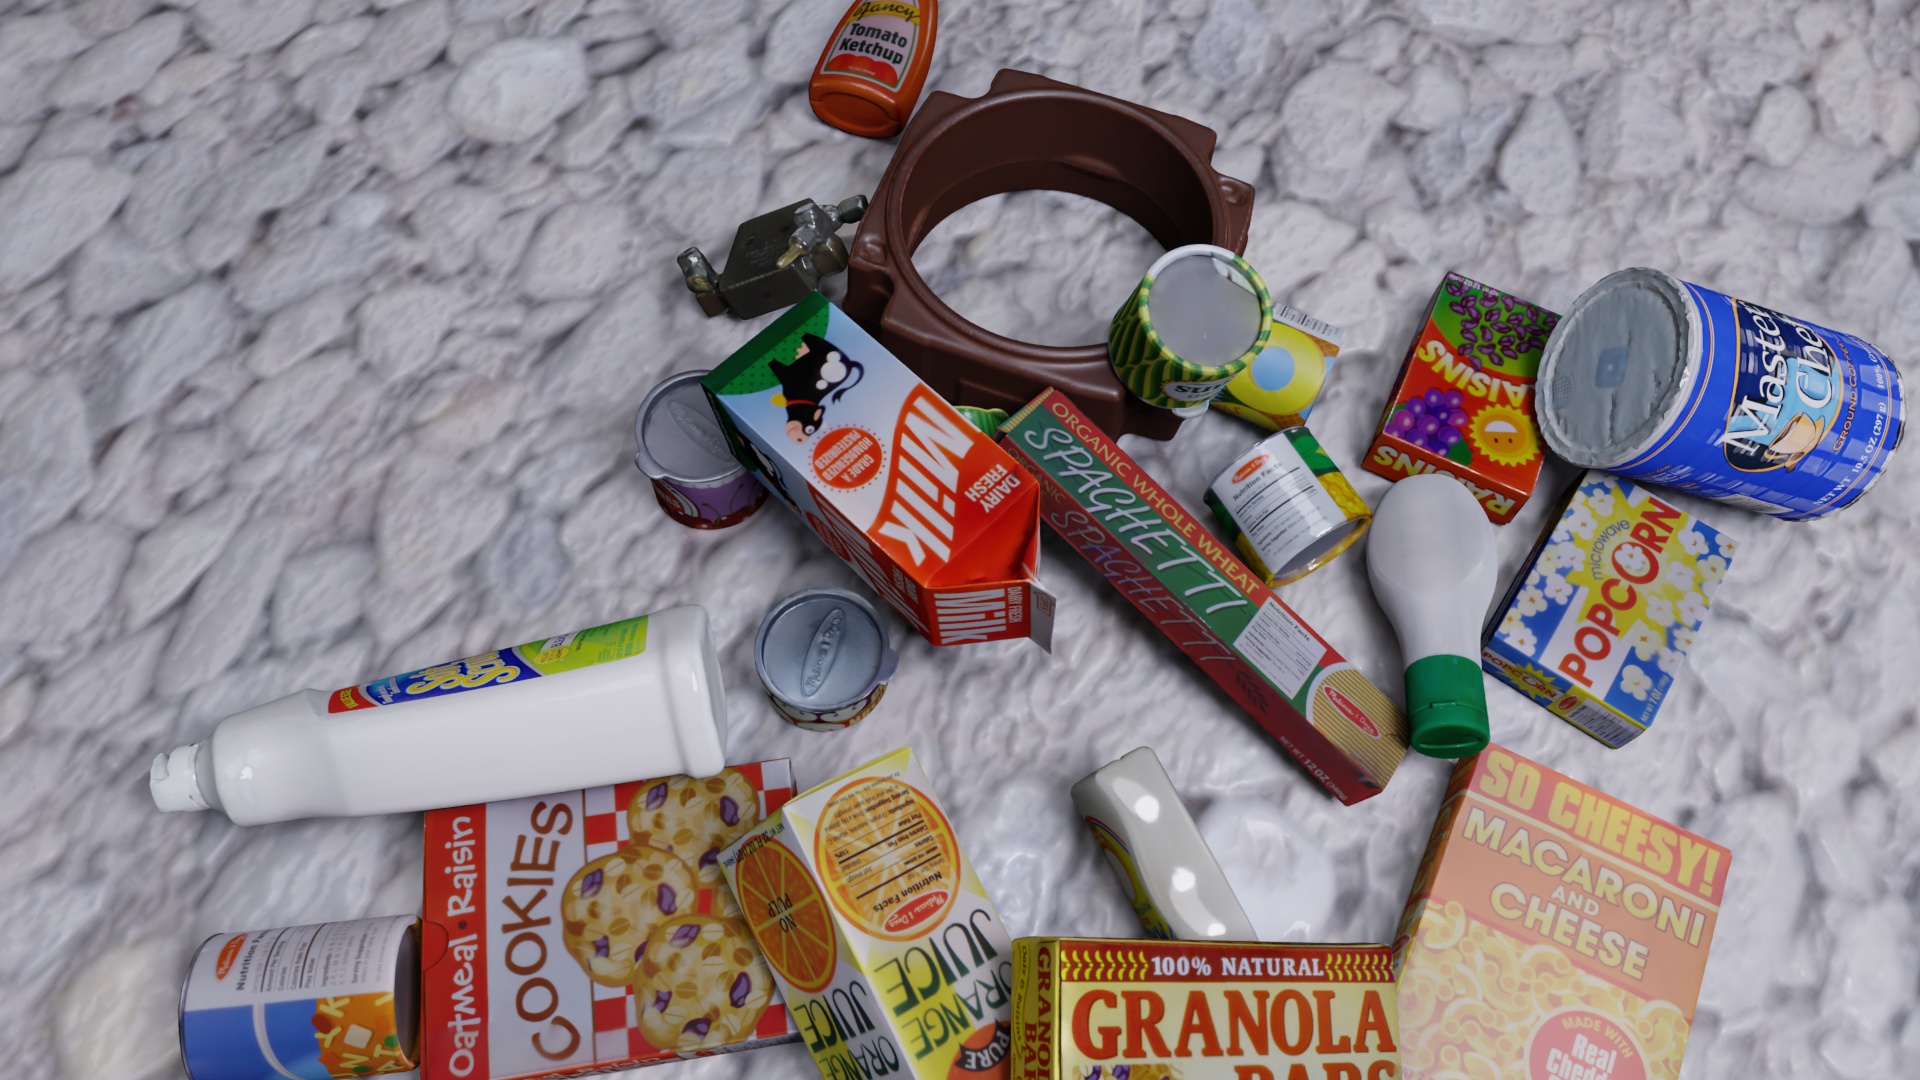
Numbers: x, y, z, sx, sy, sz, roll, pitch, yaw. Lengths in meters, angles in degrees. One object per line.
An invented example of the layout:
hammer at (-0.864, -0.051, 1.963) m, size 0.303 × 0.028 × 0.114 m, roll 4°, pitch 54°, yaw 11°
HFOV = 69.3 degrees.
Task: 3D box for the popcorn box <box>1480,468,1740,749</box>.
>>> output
popcorn box at (0.332, 0.032, 0.717) m, size 0.085 × 0.038 × 0.127 m, roll 33°, pitch 67°, yaw 14°

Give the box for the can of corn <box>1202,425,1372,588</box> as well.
can of corn at (0.171, -0.016, 0.722) m, size 0.071 × 0.071 × 0.058 m, roll -26°, pitch 69°, yaw -14°

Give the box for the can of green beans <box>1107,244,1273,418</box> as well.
can of green beans at (0.111, -0.103, 0.675) m, size 0.071 × 0.057 × 0.071 m, roll 2°, pitch 79°, yaw -9°

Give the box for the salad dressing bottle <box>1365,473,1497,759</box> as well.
salad dressing bottle at (0.237, 0.036, 0.693) m, size 0.064 × 0.043 × 0.148 m, roll -7°, pitch 50°, yaw 21°

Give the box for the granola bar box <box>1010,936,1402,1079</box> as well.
granola bar box at (0.101, 0.223, 0.553) m, size 0.166 × 0.039 × 0.124 m, roll 9°, pitch 72°, yaw -25°

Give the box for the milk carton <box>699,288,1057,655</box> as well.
milk carton at (-0.026, -0.022, 0.638) m, size 0.073 × 0.072 × 0.191 m, roll -42°, pitch 70°, yaw -16°

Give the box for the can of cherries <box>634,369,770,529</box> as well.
can of cherries at (-0.135, -0.045, 0.726) m, size 0.071 × 0.058 × 0.072 m, roll 1°, pitch 65°, yaw -2°

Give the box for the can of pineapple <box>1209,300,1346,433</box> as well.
can of pineapple at (0.170, -0.093, 0.759) m, size 0.058 × 0.070 × 0.071 m, roll 25°, pitch 66°, yaw 10°

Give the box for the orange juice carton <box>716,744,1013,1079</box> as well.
orange juice carton at (-0.019, 0.193, 0.582) m, size 0.073 × 0.071 × 0.193 m, roll -19°, pitch 75°, yaw -41°

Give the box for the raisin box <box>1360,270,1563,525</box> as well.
raisin box at (0.285, -0.080, 0.771) m, size 0.086 × 0.040 × 0.124 m, roll 25°, pitch 64°, yaw 9°

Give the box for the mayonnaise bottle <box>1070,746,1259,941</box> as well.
mayonnaise bottle at (0.103, 0.168, 0.628) m, size 0.041 × 0.064 × 0.148 m, roll -25°, pitch 77°, yaw -14°

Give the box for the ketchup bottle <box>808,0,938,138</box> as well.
ketchup bottle at (-0.043, -0.322, 0.875) m, size 0.065 × 0.043 × 0.149 m, roll 16°, pitch 64°, yaw 6°

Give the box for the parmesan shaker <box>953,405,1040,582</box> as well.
parmesan shaker at (0.003, -0.009, 0.707) m, size 0.071 × 0.071 × 0.103 m, roll -10°, pitch 64°, yaw -7°

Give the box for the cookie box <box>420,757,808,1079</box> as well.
cookie box at (-0.153, 0.173, 0.627) m, size 0.168 × 0.040 × 0.123 m, roll -7°, pitch 65°, yaw -6°

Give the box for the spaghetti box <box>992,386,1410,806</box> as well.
spaghetti box at (0.116, 0.025, 0.683) m, size 0.250 × 0.028 × 0.050 m, roll 44°, pitch 51°, yaw 4°

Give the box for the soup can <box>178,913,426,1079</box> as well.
soup can at (-0.276, 0.200, 0.597) m, size 0.084 × 0.071 × 0.071 m, roll -5°, pitch 64°, yaw -5°

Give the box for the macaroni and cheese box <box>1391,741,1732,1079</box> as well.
macaroni and cheese box at (0.265, 0.193, 0.634) m, size 0.124 × 0.040 × 0.167 m, roll 25°, pitch 66°, yaw 10°

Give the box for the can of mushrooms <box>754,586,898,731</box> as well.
can of mushrooms at (-0.066, 0.060, 0.690) m, size 0.071 × 0.033 × 0.071 m, roll 1°, pitch 63°, yaw -2°
